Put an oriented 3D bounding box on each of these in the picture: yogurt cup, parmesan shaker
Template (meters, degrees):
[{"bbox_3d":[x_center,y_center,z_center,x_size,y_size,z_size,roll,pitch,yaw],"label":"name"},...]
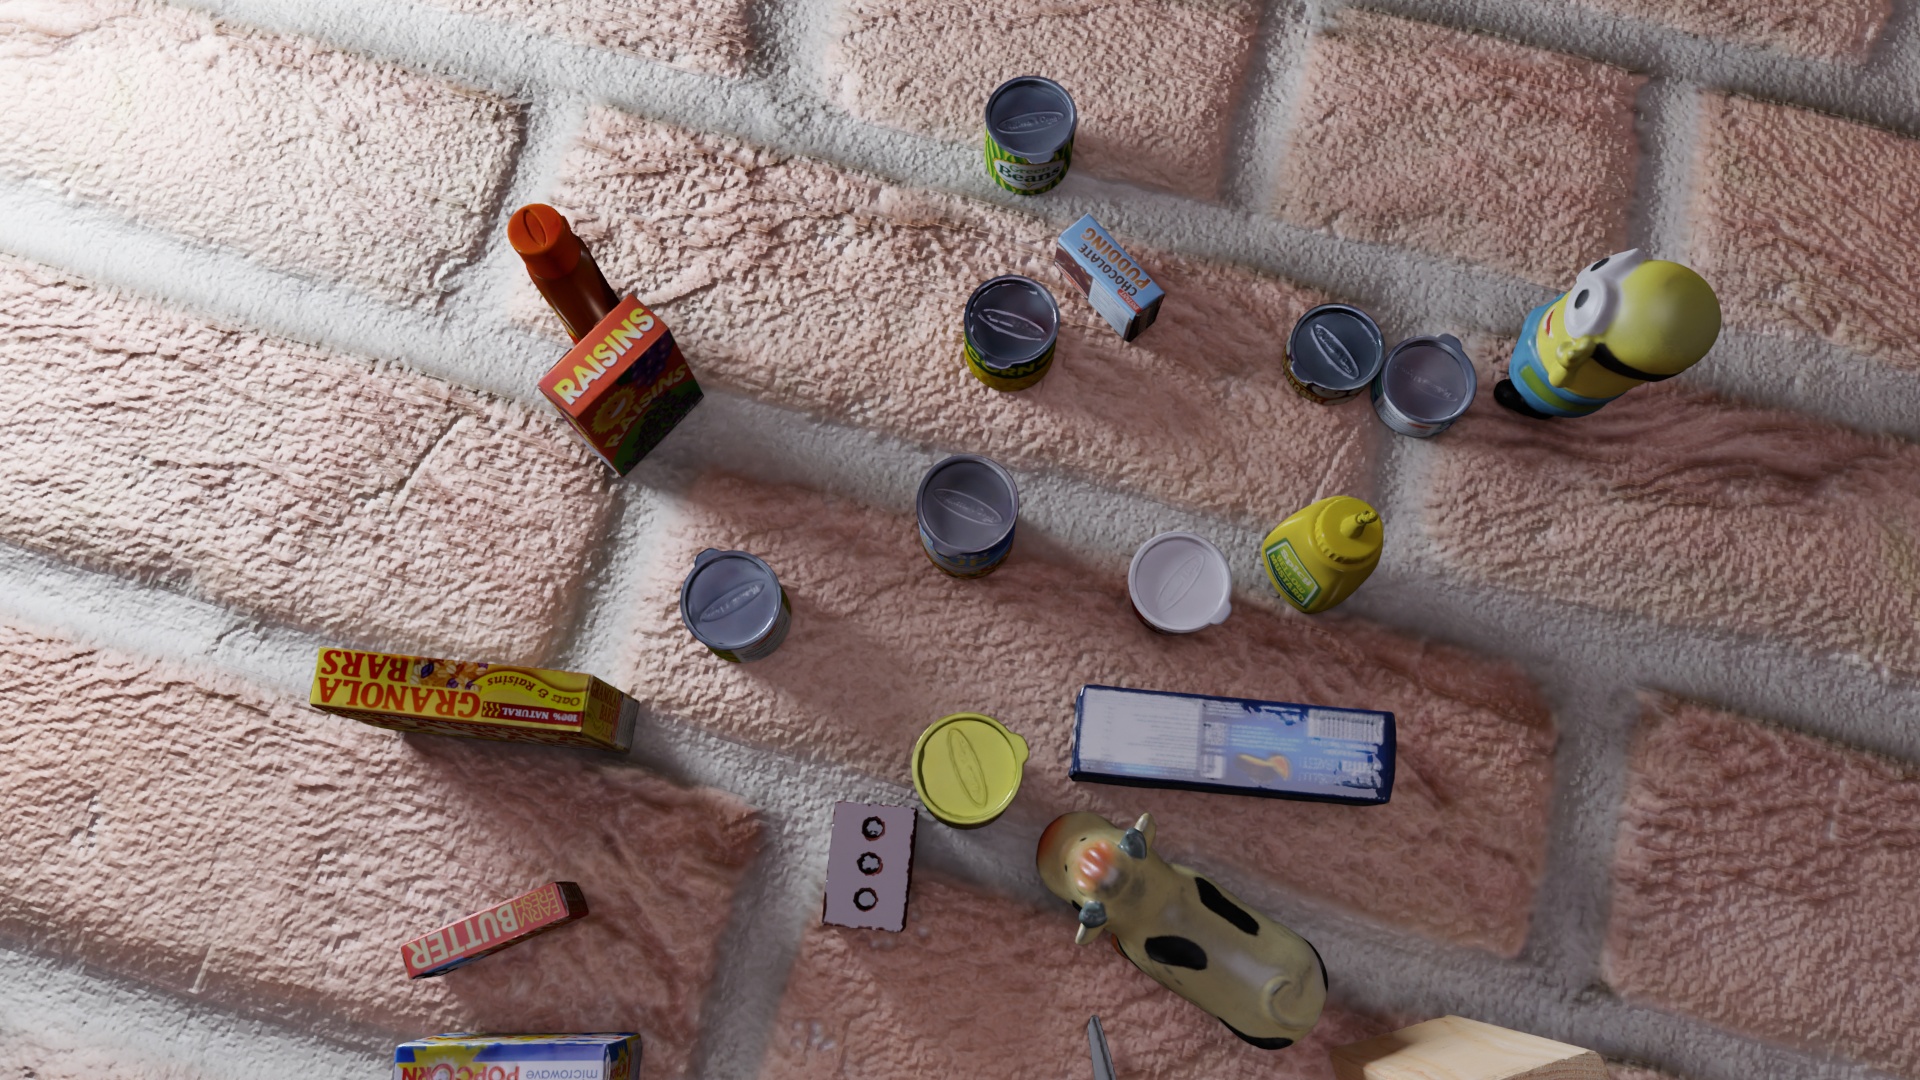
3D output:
[{"bbox_3d":[0.144,0.033,0.930,0.072,0.054,0.072,0,75,0],"label":"yogurt cup"},{"bbox_3d":[0.007,0.147,0.874,0.071,0.103,0.071,0,75,0],"label":"parmesan shaker"}]

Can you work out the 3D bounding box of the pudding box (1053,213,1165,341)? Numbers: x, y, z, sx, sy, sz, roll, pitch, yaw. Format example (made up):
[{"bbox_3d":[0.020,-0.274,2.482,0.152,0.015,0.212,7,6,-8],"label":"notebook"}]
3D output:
[{"bbox_3d":[0.105,-0.187,0.991,0.030,0.049,0.084,-40,79,-9],"label":"pudding box"}]

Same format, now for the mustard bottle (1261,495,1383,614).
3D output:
[{"bbox_3d":[0.234,0.003,0.882,0.049,0.160,0.065,-32,78,-7],"label":"mustard bottle"}]

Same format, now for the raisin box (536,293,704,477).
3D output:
[{"bbox_3d":[-0.224,-0.102,0.930,0.040,0.123,0.086,41,79,10],"label":"raisin box"}]

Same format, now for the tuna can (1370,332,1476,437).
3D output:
[{"bbox_3d":[0.326,-0.110,0.979,0.071,0.032,0.071,0,75,0],"label":"tuna can"}]

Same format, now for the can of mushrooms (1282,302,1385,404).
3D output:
[{"bbox_3d":[0.261,-0.130,0.984,0.071,0.033,0.071,0,75,0],"label":"can of mushrooms"}]

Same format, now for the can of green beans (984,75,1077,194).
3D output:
[{"bbox_3d":[0.050,-0.295,1.016,0.071,0.057,0.071,0,75,0],"label":"can of green beans"}]

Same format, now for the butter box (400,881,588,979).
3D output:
[{"bbox_3d":[-0.291,0.244,0.874,0.103,0.053,0.024,-22,76,-5],"label":"butter box"}]

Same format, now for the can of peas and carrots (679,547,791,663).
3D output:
[{"bbox_3d":[-0.150,0.043,0.925,0.071,0.058,0.071,0,75,0],"label":"can of peas and carrots"}]

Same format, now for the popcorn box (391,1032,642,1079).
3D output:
[{"bbox_3d":[-0.265,0.319,0.837,0.127,0.085,0.038,0,76,0],"label":"popcorn box"}]

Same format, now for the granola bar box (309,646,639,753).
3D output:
[{"bbox_3d":[-0.300,0.103,0.875,0.166,0.124,0.039,6,76,2],"label":"granola bar box"}]

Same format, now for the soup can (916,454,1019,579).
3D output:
[{"bbox_3d":[0.003,-0.012,0.926,0.071,0.083,0.071,0,75,0],"label":"soup can"}]

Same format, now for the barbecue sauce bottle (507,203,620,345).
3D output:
[{"bbox_3d":[-0.264,-0.177,0.938,0.044,0.148,0.065,-27,77,-6],"label":"barbecue sauce bottle"}]

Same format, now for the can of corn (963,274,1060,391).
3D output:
[{"bbox_3d":[0.034,-0.142,0.974,0.071,0.058,0.071,0,75,0],"label":"can of corn"}]
